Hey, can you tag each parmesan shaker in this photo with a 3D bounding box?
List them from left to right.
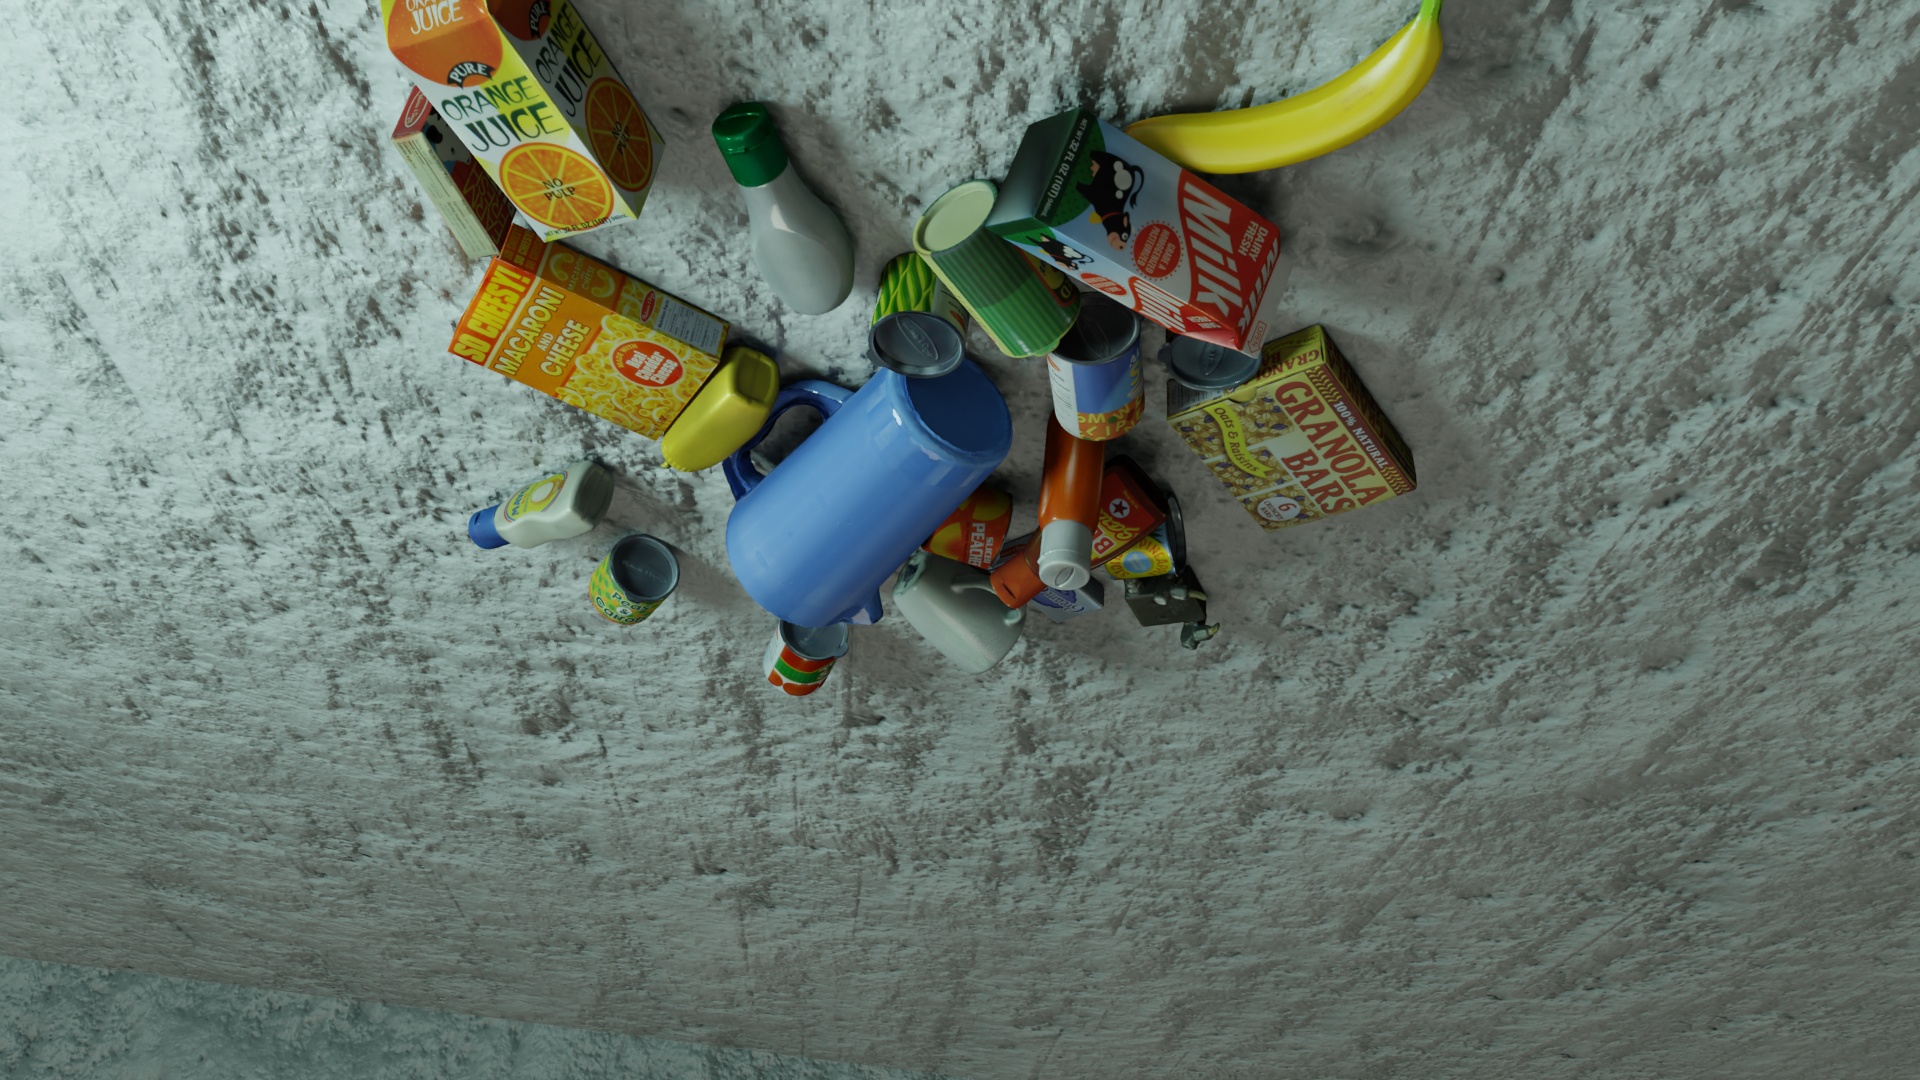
[{"bbox_3d":[0.025,-0.174,0.898,0.071,0.071,0.103,-17,139,30],"label":"parmesan shaker"}]

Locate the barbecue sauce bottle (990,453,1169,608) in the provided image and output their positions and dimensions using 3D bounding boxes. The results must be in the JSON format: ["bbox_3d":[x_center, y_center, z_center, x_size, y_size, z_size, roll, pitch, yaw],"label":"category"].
[{"bbox_3d":[0.089,-0.001,1.089,0.148,0.044,0.065,-38,95,23],"label":"barbecue sauce bottle"}]

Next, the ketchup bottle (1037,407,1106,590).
[{"bbox_3d":[0.081,-0.034,1.020,0.043,0.149,0.064,16,144,-10],"label":"ketchup bottle"}]

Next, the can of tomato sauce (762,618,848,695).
[{"bbox_3d":[-0.147,0.104,1.331,0.071,0.071,0.082,15,145,-12],"label":"can of tomato sauce"}]

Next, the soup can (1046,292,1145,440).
[{"bbox_3d":[0.097,-0.121,0.968,0.071,0.072,0.083,0,145,11],"label":"soup can"}]

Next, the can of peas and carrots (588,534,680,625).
[{"bbox_3d":[-0.297,0.038,1.260,0.071,0.071,0.058,24,142,-23],"label":"can of peas and carrots"}]

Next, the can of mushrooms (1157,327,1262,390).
[{"bbox_3d":[0.172,-0.137,0.959,0.071,0.033,0.070,5,146,3],"label":"can of mushrooms"}]

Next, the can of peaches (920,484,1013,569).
[{"bbox_3d":[0.004,-0.014,1.132,0.058,0.071,0.071,18,144,-13],"label":"can of peaches"}]

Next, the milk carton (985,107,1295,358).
[{"bbox_3d":[0.120,-0.182,0.847,0.190,0.072,0.073,23,178,-23],"label":"milk carton"}]

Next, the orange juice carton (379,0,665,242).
[{"bbox_3d":[-0.258,-0.271,0.807,0.072,0.073,0.192,-8,142,21],"label":"orange juice carton"}]

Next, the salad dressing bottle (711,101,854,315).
[{"bbox_3d":[-0.114,-0.212,0.895,0.064,0.044,0.147,-3,143,17],"label":"salad dressing bottle"}]

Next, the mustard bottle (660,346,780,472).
[{"bbox_3d":[-0.193,-0.090,1.068,0.049,0.065,0.159,23,147,-26],"label":"mustard bottle"}]

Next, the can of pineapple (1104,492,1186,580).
[{"bbox_3d":[0.147,-0.002,1.126,0.058,0.071,0.070,-8,142,21],"label":"can of pineapple"}]

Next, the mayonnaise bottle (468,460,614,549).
[{"bbox_3d":[-0.363,-0.024,1.193,0.148,0.065,0.041,-14,137,33],"label":"mayonnaise bottle"}]

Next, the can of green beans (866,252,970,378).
[{"bbox_3d":[-0.027,-0.154,0.948,0.071,0.058,0.071,5,145,3],"label":"can of green beans"}]

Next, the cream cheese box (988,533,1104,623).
[{"bbox_3d":[0.077,0.035,1.229,0.053,0.024,0.103,-21,136,35],"label":"cream cheese box"}]

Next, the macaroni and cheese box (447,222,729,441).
[{"bbox_3d":[-0.272,-0.148,1.015,0.166,0.040,0.123,24,142,-24],"label":"macaroni and cheese box"}]

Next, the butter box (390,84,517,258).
[{"bbox_3d":[-0.322,-0.235,0.888,0.024,0.053,0.103,-5,144,12],"label":"butter box"}]

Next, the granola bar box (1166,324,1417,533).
[{"bbox_3d":[0.246,-0.076,1.028,0.124,0.039,0.165,-19,138,32],"label":"granola bar box"}]
